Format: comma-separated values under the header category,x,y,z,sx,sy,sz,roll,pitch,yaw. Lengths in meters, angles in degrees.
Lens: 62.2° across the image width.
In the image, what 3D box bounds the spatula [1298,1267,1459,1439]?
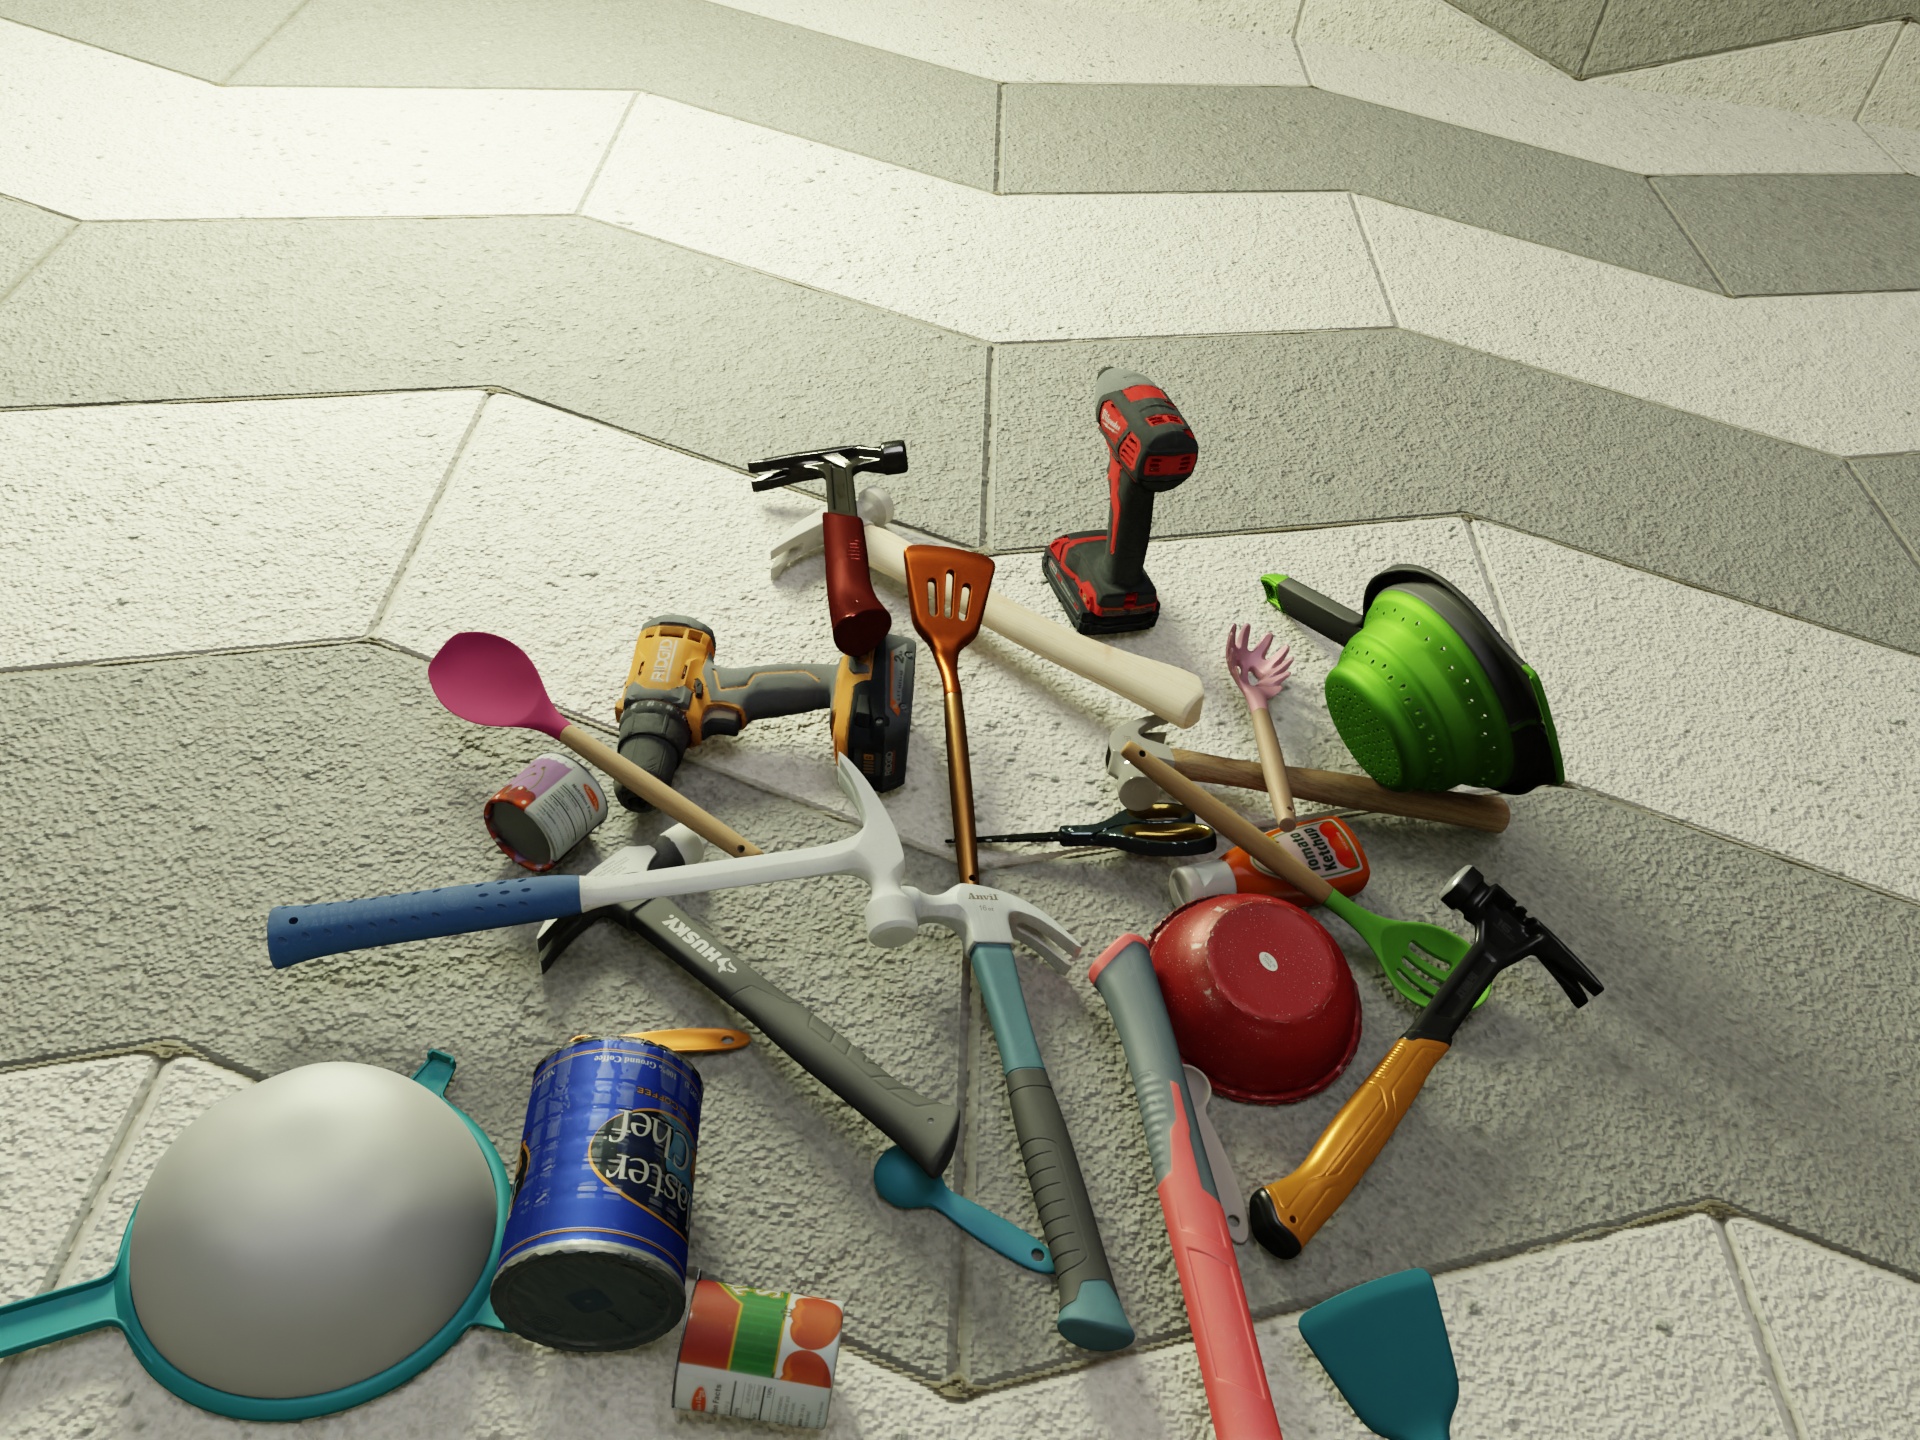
category,x,y,z,sx,sy,sz,roll,pitch,yaw
spatula,0.278,0.451,0.832,0.082,0.044,0.318,-22,48,2

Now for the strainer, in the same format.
category,x,y,z,sx,sy,sz,roll,pitch,yaw
strainer,-0.416,0.276,0.852,0.340,0.095,0.211,-12,46,-25

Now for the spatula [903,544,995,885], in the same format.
category,x,y,z,sx,sy,sz,roll,pitch,yaw
spatula,-0.002,-0.004,1.243,0.081,0.041,0.323,8,51,-17

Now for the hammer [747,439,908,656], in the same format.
category,x,y,z,sx,sy,sz,roll,pitch,yaw
hammer,-0.108,-0.153,1.347,0.149,0.036,0.359,-9,32,-1

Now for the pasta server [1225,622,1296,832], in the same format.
category,x,y,z,sx,sy,sz,roll,pitch,yaw
pasta server,0.247,0.001,1.276,0.060,0.040,0.316,22,25,-6

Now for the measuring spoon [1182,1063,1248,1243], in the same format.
category,x,y,z,sx,sy,sz,roll,pitch,yaw
measuring spoon,0.158,0.280,1.024,0.034,0.018,0.124,-5,50,-16

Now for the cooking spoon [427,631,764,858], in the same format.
category,x,y,z,sx,sy,sz,roll,pitch,yaw
cooking spoon,-0.267,0.022,1.154,0.319,0.017,0.069,30,76,21

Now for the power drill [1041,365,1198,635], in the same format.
category,x,y,z,sx,sy,sz,roll,pitch,yaw
power drill,0.138,-0.194,1.387,0.078,0.219,0.143,-7,45,-19

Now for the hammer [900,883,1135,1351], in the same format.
category,x,y,z,sx,sy,sz,roll,pitch,yaw
hammer,0.044,0.239,1.017,0.128,0.033,0.331,5,43,-22

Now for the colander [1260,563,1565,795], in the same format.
category,x,y,z,sx,sy,sz,roll,pitch,yaw
colander,0.323,-0.040,1.306,0.094,0.204,0.397,-29,27,-8

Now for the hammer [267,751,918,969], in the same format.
category,x,y,z,sx,sy,sz,roll,pitch,yaw
hammer,-0.239,0.108,1.048,0.405,0.035,0.144,-7,53,-10

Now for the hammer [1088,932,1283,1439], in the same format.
category,x,y,z,sx,sy,sz,roll,pitch,yaw
hammer,0.152,0.285,0.953,0.143,0.038,0.387,-3,43,-6

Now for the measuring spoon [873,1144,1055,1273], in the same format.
category,x,y,z,sx,sy,sz,roll,pitch,yaw
measuring spoon,0.005,0.295,0.966,0.129,0.021,0.042,27,44,16

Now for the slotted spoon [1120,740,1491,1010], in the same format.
category,x,y,z,sx,sy,sz,roll,pitch,yaw
slotted spoon,0.247,0.111,1.160,0.314,0.031,0.070,36,57,5

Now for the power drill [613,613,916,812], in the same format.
category,x,y,z,sx,sy,sz,roll,pitch,yaw
power drill,-0.152,0.002,1.224,0.226,0.084,0.186,5,44,0

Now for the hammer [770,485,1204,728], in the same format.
category,x,y,z,sx,sy,sz,roll,pitch,yaw
hammer,0.023,-0.090,1.359,0.411,0.038,0.146,29,46,28

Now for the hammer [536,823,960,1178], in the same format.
category,x,y,z,sx,sy,sz,roll,pitch,yaw
hammer,-0.132,0.187,1.033,0.335,0.035,0.146,32,46,29

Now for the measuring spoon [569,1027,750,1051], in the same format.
category,x,y,z,sx,sy,sz,roll,pitch,yaw
measuring spoon,-0.195,0.212,1.032,0.117,0.011,0.021,0,31,-16

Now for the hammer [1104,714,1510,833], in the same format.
category,x,y,z,sx,sy,sz,roll,pitch,yaw
hammer,0.277,0.050,1.270,0.331,0.031,0.130,9,25,-7

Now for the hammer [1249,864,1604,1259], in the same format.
category,x,y,z,sx,sy,sz,roll,pitch,yaw
hammer,0.304,0.236,1.061,0.127,0.034,0.337,43,56,13
